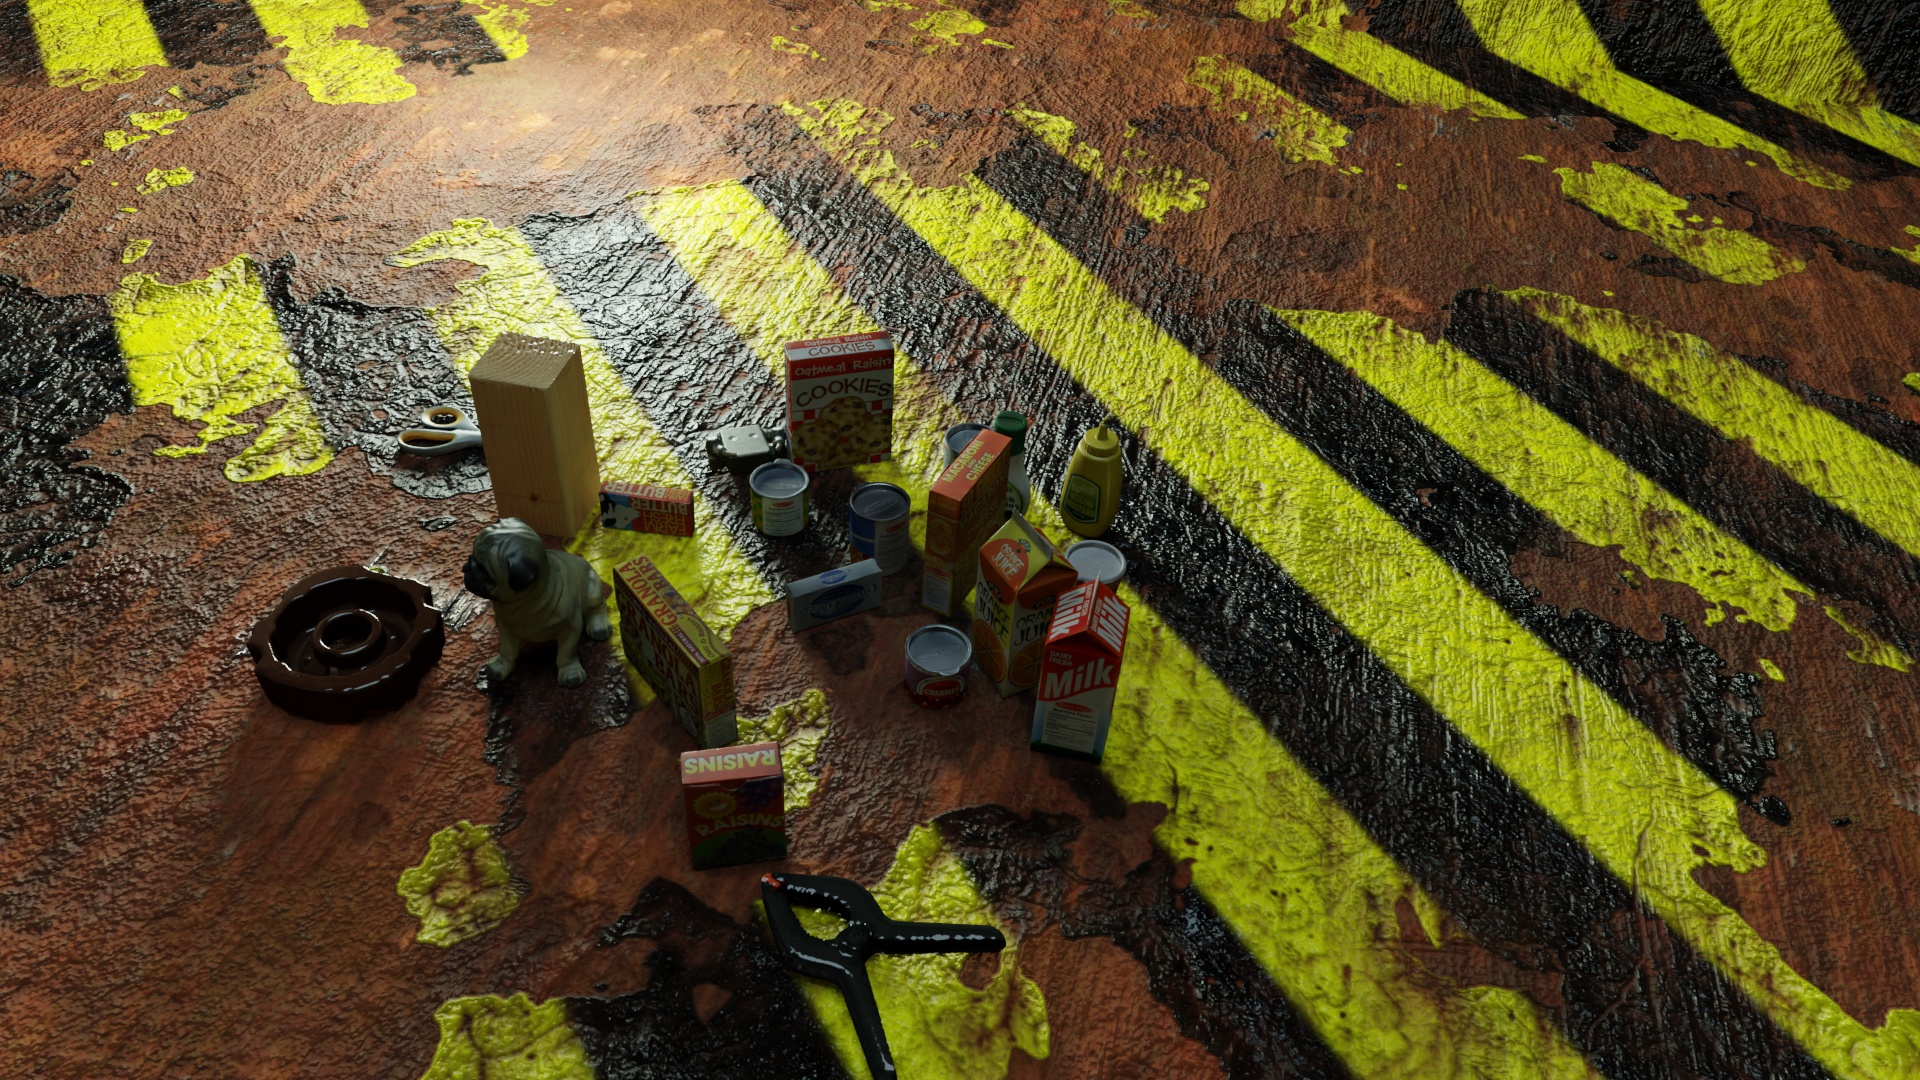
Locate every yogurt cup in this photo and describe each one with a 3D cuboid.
[{"bbox_3d":[0.143,0.041,1.512,0.072,0.053,0.073,3,41,-2],"label":"yogurt cup"}]

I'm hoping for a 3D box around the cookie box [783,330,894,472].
[{"bbox_3d":[-0.142,-0.161,1.628,0.123,0.166,0.040,-9,43,-15],"label":"cookie box"}]

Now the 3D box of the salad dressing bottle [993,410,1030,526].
[{"bbox_3d":[0.050,-0.078,1.566,0.064,0.146,0.044,12,42,8],"label":"salad dressing bottle"}]

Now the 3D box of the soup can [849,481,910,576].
[{"bbox_3d":[-0.091,-0.014,1.529,0.071,0.083,0.072,3,41,-2],"label":"soup can"}]

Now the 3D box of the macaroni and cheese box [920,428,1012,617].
[{"bbox_3d":[0.005,-0.019,1.481,0.040,0.165,0.124,21,44,18],"label":"macaroni and cheese box"}]

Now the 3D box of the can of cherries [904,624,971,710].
[{"bbox_3d":[-0.023,0.129,1.393,0.071,0.058,0.072,3,41,-2],"label":"can of cherries"}]

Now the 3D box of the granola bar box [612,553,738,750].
[{"bbox_3d":[-0.277,0.109,1.342,0.039,0.123,0.166,-25,50,-30],"label":"granola bar box"}]

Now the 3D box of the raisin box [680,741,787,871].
[{"bbox_3d":[-0.197,0.233,1.210,0.086,0.122,0.040,-5,42,-10],"label":"raisin box"}]

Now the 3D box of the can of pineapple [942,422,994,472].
[{"bbox_3d":[0.015,-0.098,1.654,0.071,0.057,0.071,3,41,-2],"label":"can of pineapple"}]

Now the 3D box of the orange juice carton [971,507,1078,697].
[{"bbox_3d":[0.063,0.059,1.379,0.073,0.191,0.072,-18,46,-23],"label":"orange juice carton"}]

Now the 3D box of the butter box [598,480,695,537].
[{"bbox_3d":[-0.349,-0.035,1.552,0.103,0.052,0.024,7,41,2],"label":"butter box"}]

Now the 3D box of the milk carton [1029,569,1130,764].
[{"bbox_3d":[0.115,0.119,1.318,0.073,0.189,0.073,11,42,7],"label":"milk carton"}]

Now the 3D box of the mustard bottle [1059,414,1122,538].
[{"bbox_3d":[0.151,-0.077,1.566,0.065,0.159,0.049,26,46,22],"label":"mustard bottle"}]

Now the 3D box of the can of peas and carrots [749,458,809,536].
[{"bbox_3d":[-0.205,-0.048,1.576,0.071,0.058,0.071,3,41,-2],"label":"can of peas and carrots"}]

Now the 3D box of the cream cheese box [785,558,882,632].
[{"bbox_3d":[-0.134,0.058,1.466,0.104,0.053,0.024,-17,46,-23],"label":"cream cheese box"}]
